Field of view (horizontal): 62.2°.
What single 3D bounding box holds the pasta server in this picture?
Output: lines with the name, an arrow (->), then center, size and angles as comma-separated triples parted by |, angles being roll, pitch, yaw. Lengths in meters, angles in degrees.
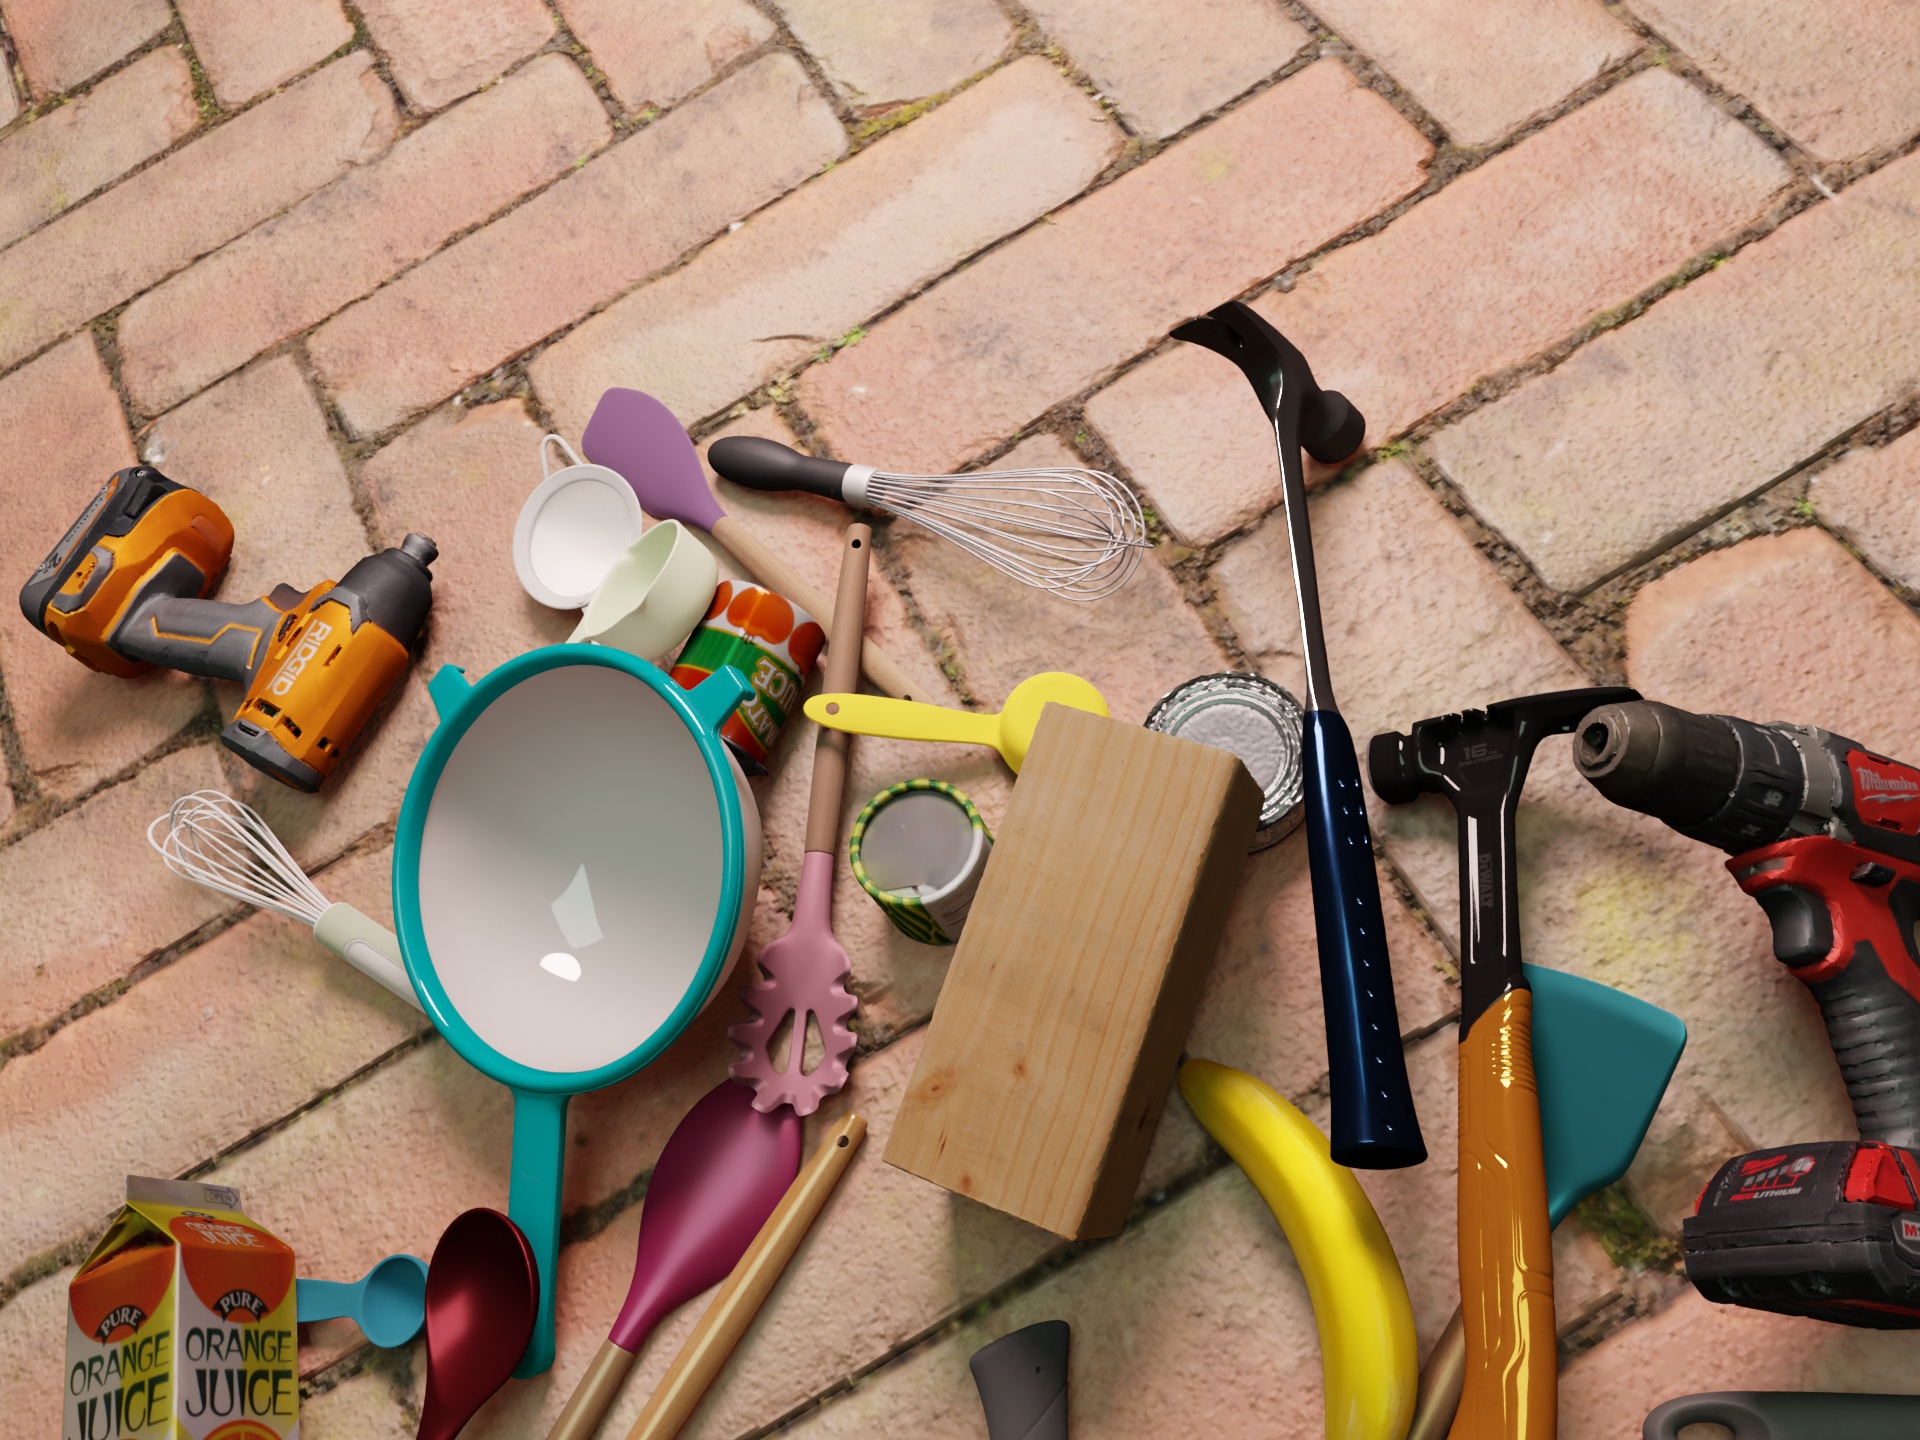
pasta server -> -0.068, 0.040, 0.801 | 0.060, 0.040, 0.316 | 5, 69, 0

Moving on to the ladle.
ladle -> -0.250, 0.370, 0.689 | 0.069, 0.031, 0.315 | 11, 76, 33

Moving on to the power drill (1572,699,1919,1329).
power drill -> 0.319, 0.103, 0.605 | 0.187, 0.080, 0.227 | 16, 64, -20

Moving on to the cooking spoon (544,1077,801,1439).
cooking spoon -> -0.167, 0.307, 0.719 | 0.069, 0.017, 0.319 | 23, 72, 23

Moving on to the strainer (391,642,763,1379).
strainer -> -0.174, 0.136, 0.776 | 0.211, 0.095, 0.340 | 1, 85, 28

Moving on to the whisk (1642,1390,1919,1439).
whisk -> 0.401, 0.250, 0.567 | 0.296, 0.073, 0.073 | -11, 62, 18

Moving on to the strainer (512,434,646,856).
strainer -> -0.201, -0.043, 0.891 | 0.087, 0.050, 0.259 | -21, 66, 16

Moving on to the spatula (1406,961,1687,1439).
spatula -> 0.191, 0.250, 0.632 | 0.082, 0.044, 0.317 | 17, 70, 48

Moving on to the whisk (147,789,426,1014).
whisk -> -0.344, 0.105, 0.855 | 0.246, 0.059, 0.057 | 26, 112, 21

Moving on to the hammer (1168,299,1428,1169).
hammer -> 0.157, -0.011, 0.708 | 0.035, 0.144, 0.406 | -21, 55, 34

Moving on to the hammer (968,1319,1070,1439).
hammer -> 0.035, 0.429, 0.569 | 0.149, 0.036, 0.409 | 11, 55, -18

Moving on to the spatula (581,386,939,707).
spatula -> -0.119, -0.098, 0.902 | 0.316, 0.018, 0.059 | 42, 111, 27

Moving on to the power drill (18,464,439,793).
power drill -> -0.424, -0.070, 0.946 | 0.226, 0.084, 0.164 | 24, 72, 20

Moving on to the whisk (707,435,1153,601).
whisk -> -0.027, -0.123, 0.873 | 0.285, 0.070, 0.070 | 16, 70, 27

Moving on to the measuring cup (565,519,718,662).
measuring cup -> -0.190, -0.032, 0.845 | 0.167, 0.038, 0.083 | -47, 29, 10

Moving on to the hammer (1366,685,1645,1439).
hammer -> 0.223, 0.140, 0.638 | 0.127, 0.034, 0.337 | -16, 52, 38

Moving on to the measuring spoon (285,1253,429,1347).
measuring spoon -> -0.304, 0.283, 0.775 | 0.128, 0.021, 0.042 | -8, 66, 22

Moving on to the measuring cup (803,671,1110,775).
measuring cup -> -0.001, -0.003, 0.796 | 0.156, 0.029, 0.062 | 6, 65, 0

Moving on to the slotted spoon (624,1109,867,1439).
slotted spoon -> -0.134, 0.308, 0.701 | 0.070, 0.031, 0.314 | 35, 73, -2
